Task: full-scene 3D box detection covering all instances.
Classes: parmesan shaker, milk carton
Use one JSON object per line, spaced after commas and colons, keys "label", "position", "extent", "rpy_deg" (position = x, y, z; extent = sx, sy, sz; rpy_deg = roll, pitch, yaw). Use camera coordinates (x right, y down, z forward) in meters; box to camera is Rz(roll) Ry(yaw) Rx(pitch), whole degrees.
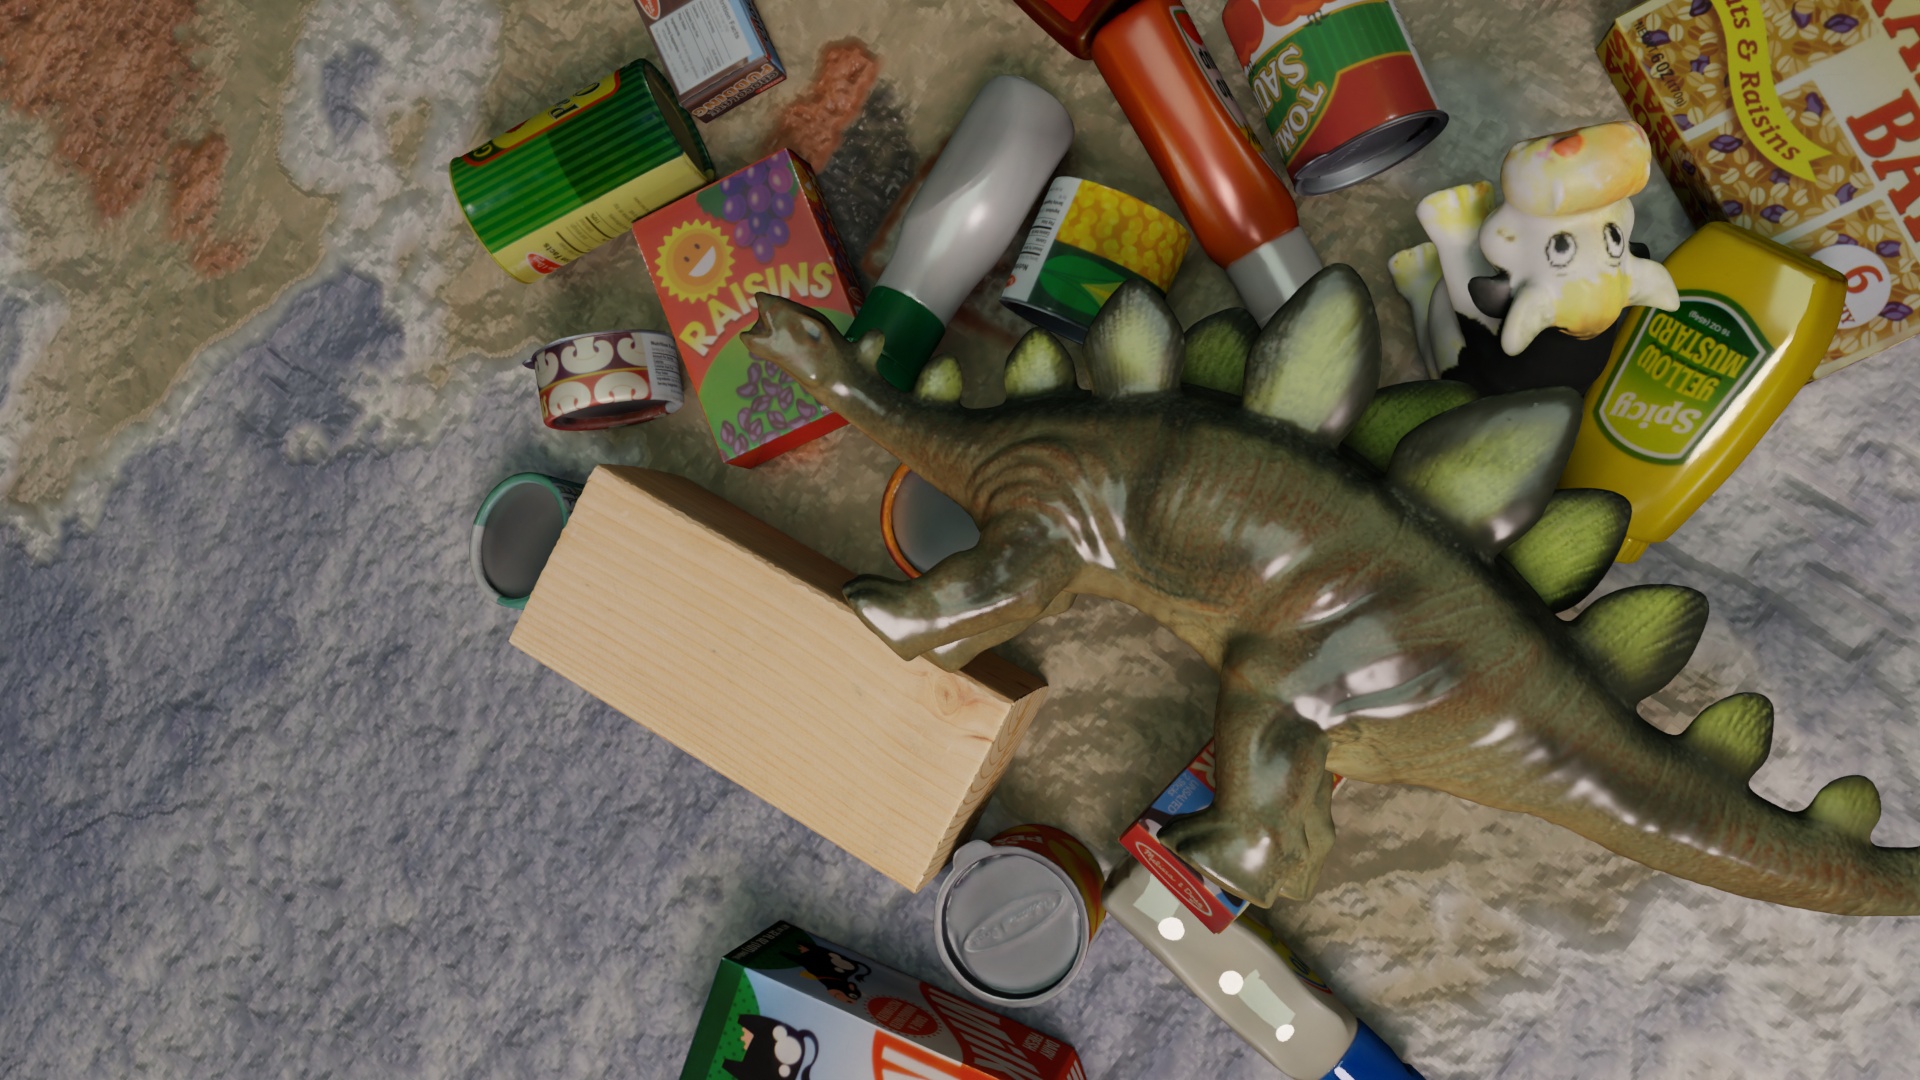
{"label": "parmesan shaker", "position": [-0.176, -0.174, 0.656], "extent": [0.103, 0.071, 0.071], "rpy_deg": [-26, 82, 7]}
{"label": "milk carton", "position": [-0.018, 0.240, 0.598], "extent": [0.191, 0.072, 0.073], "rpy_deg": [19, 92, 13]}

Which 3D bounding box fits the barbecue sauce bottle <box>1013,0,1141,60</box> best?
{"label": "barbecue sauce bottle", "position": [0.026, -0.287, 0.624], "extent": [0.065, 0.044, 0.149], "rpy_deg": [-44, 79, 9]}

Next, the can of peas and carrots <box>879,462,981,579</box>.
{"label": "can of peas and carrots", "position": [0.002, -0.008, 0.610], "extent": [0.071, 0.059, 0.071], "rpy_deg": [-1, 88, 14]}

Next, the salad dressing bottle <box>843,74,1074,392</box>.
{"label": "salad dressing bottle", "position": [-0.004, -0.130, 0.604], "extent": [0.044, 0.064, 0.148], "rpy_deg": [35, 79, -27]}

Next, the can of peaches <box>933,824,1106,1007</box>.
{"label": "can of peaches", "position": [0.026, 0.157, 0.599], "extent": [0.071, 0.058, 0.071], "rpy_deg": [0, 88, 14]}

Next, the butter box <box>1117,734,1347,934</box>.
{"label": "butter box", "position": [0.115, 0.105, 0.566], "extent": [0.053, 0.024, 0.104], "rpy_deg": [43, 54, 11]}

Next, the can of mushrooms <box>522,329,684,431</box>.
{"label": "can of mushrooms", "position": [-0.166, -0.074, 0.648], "extent": [0.071, 0.071, 0.033], "rpy_deg": [-12, 87, 13]}

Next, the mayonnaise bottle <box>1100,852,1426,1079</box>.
{"label": "mayonnaise bottle", "position": [0.124, 0.184, 0.574], "extent": [0.148, 0.065, 0.041], "rpy_deg": [42, 92, 7]}

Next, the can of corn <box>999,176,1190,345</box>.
{"label": "can of corn", "position": [0.061, -0.115, 0.598], "extent": [0.071, 0.071, 0.058], "rpy_deg": [25, 94, 13]}

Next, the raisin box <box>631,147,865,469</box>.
{"label": "raisin box", "position": [-0.089, -0.107, 0.646], "extent": [0.086, 0.040, 0.123], "rpy_deg": [-24, 84, 12]}

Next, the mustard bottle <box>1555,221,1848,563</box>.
{"label": "mustard bottle", "position": [0.272, -0.041, 0.541], "extent": [0.065, 0.049, 0.159], "rpy_deg": [41, 121, 35]}

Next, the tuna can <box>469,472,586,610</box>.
{"label": "tuna can", "position": [-0.197, 0.001, 0.661], "extent": [0.071, 0.033, 0.071], "rpy_deg": [-6, 78, 28]}

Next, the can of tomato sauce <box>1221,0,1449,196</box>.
{"label": "can of tomato sauce", "position": [0.153, -0.196, 0.578], "extent": [0.071, 0.071, 0.083], "rpy_deg": [-23, 82, 12]}

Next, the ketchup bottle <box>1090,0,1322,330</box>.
{"label": "ketchup bottle", "position": [0.110, -0.156, 0.592], "extent": [0.043, 0.065, 0.149], "rpy_deg": [-30, 90, 18]}

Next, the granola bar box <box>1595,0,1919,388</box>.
{"label": "granola bar box", "position": [0.350, -0.160, 0.544], "extent": [0.124, 0.039, 0.165], "rpy_deg": [-26, 82, 11]}

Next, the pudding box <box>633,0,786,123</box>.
{"label": "pudding box", "position": [-0.123, -0.250, 0.664], "extent": [0.049, 0.030, 0.084], "rpy_deg": [-26, 82, 12]}
